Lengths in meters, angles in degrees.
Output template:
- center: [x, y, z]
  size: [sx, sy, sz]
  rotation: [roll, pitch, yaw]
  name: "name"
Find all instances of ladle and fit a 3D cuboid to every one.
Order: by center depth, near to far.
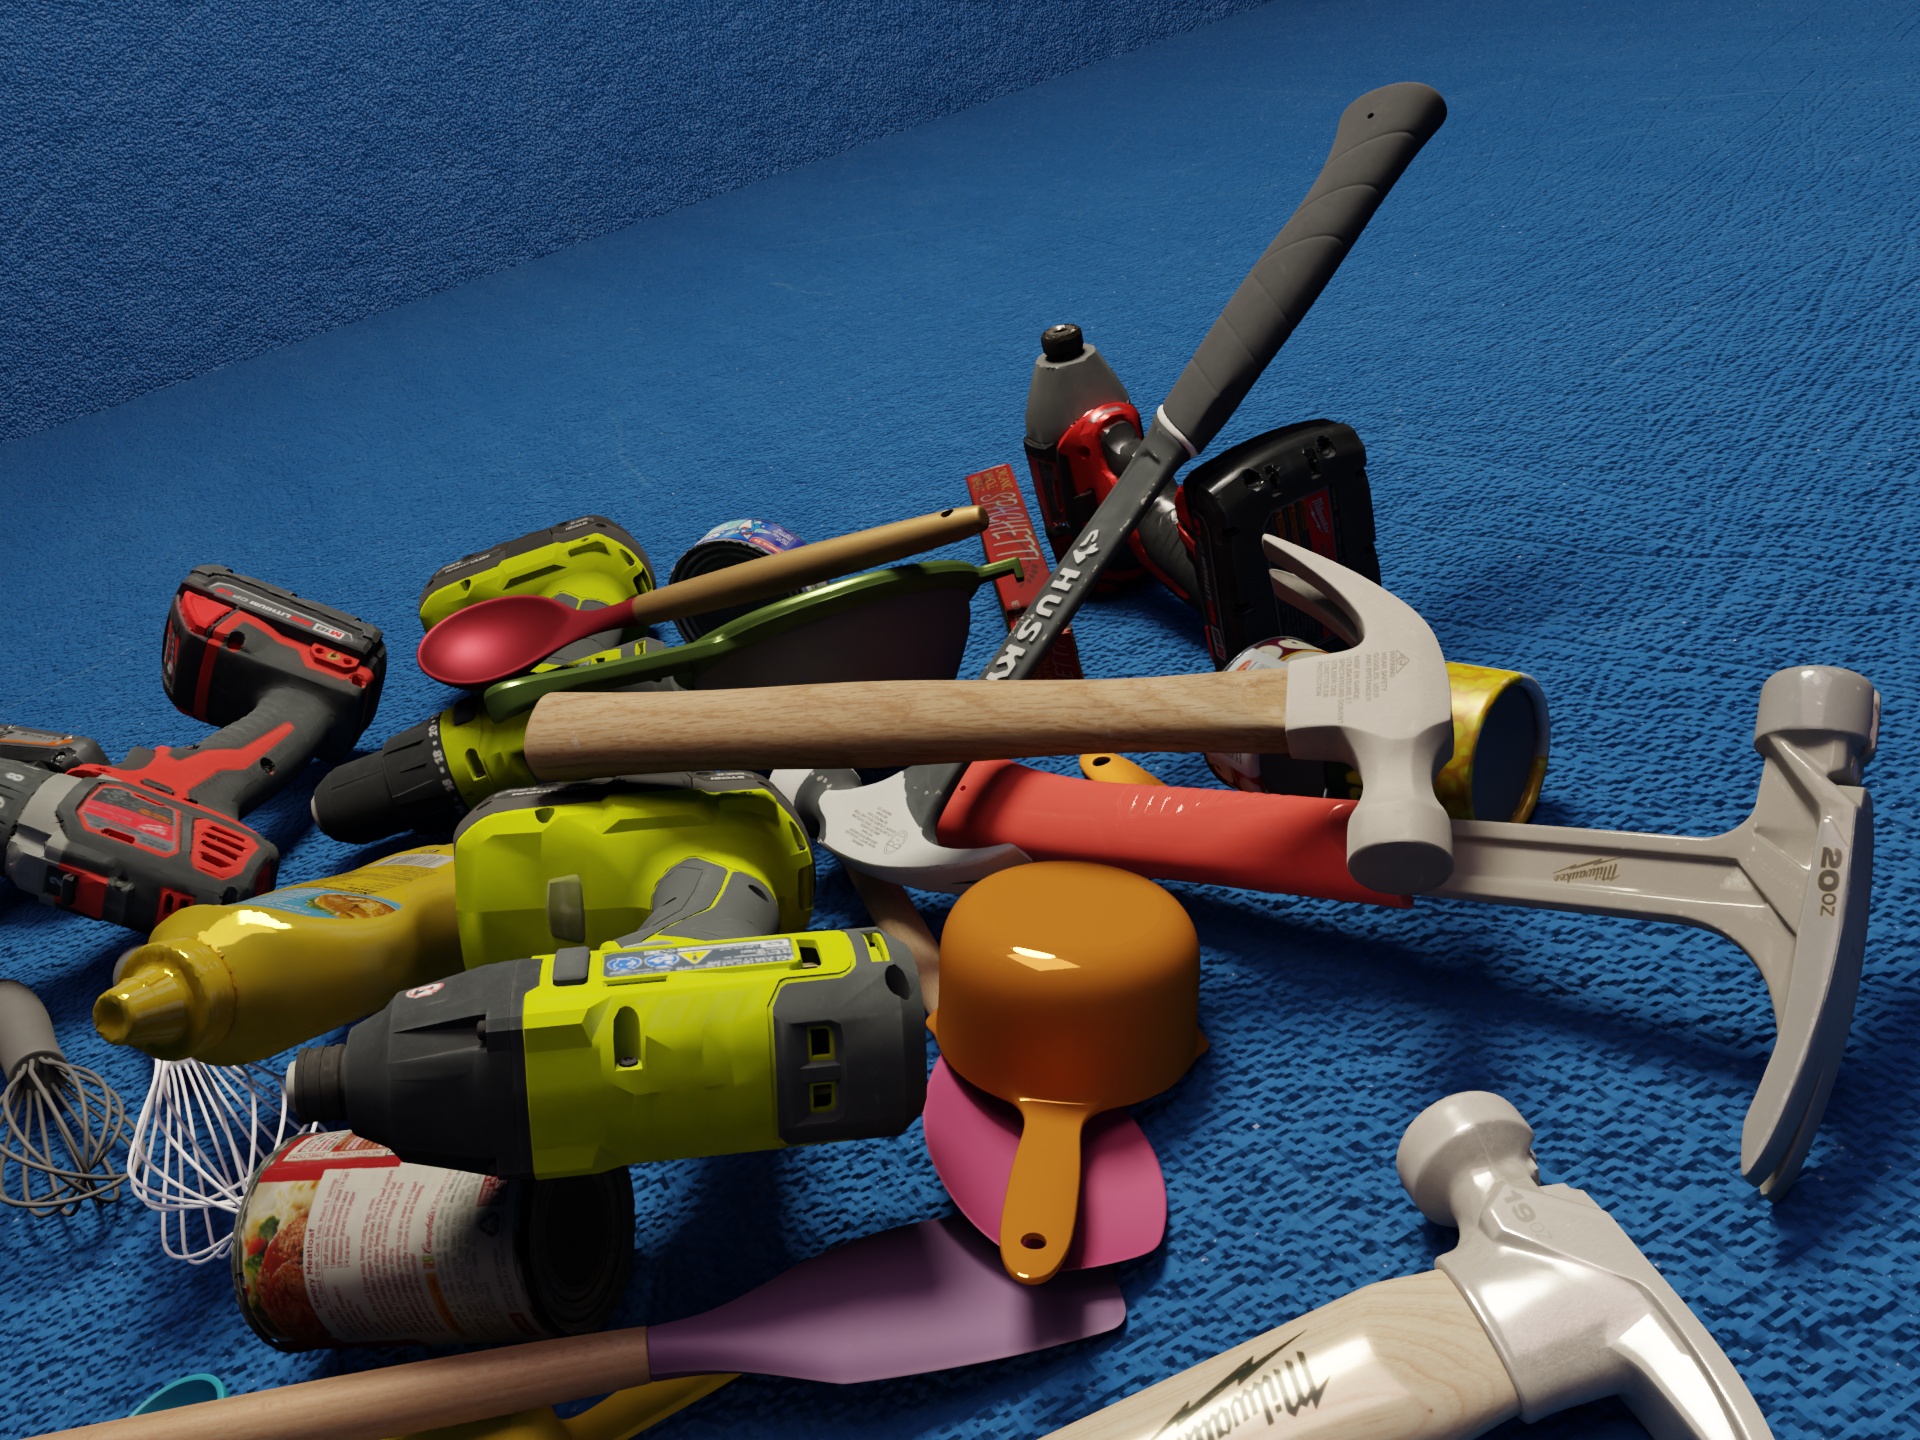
- center: [-0.127, -0.058, 0.734]
  size: [0.315, 0.031, 0.069]
  rotation: [-11, 39, 28]
  name: "ladle"

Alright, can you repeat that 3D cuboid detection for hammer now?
- center: [-0.022, 0.210, 0.367]
  size: [0.410, 0.038, 0.146]
  rotation: [-19, 29, -4]
  name: "hammer"
- center: [0.111, 0.052, 0.551]
  size: [0.359, 0.036, 0.149]
  rotation: [2, 64, 44]
  name: "hammer"
- center: [-0.001, -0.002, 0.556]
  size: [0.331, 0.031, 0.130]
  rotation: [-2, 51, 17]
  name: "hammer"
- center: [0.081, -0.103, 0.650]
  size: [0.149, 0.036, 0.409]
  rotation: [23, 75, 50]
  name: "hammer"

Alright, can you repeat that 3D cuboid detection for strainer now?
- center: [-0.088, -0.008, 0.702]
  size: [0.151, 0.069, 0.256]
  rotation: [-24, -5, 43]
  name: "strainer"

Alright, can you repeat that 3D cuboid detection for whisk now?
- center: [-0.309, 0.140, 0.640]
  size: [0.070, 0.070, 0.285]
  rotation: [-31, 26, -25]
  name: "whisk"
- center: [-0.393, 0.151, 0.672]
  size: [0.055, 0.055, 0.239]
  rotation: [-33, 27, -28]
  name: "whisk"

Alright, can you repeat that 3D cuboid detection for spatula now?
- center: [-0.111, 0.177, 0.438]
  size: [0.316, 0.018, 0.060]
  rotation: [-8, 23, -10]
  name: "spatula"

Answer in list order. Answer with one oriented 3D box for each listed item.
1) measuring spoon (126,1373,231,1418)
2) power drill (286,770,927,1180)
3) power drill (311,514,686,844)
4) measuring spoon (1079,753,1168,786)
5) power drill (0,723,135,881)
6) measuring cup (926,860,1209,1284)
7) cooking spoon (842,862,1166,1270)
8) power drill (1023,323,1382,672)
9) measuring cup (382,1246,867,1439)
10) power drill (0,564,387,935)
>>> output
- center: [-0.273, 0.240, 0.477]
  size: [0.128, 0.021, 0.042]
  rotation: [-27, 27, 0]
  name: "measuring spoon"
- center: [-0.114, 0.079, 0.527]
  size: [0.171, 0.080, 0.223]
  rotation: [-3, 11, -11]
  name: "power drill"
- center: [-0.246, -0.021, 0.871]
  size: [0.190, 0.080, 0.229]
  rotation: [-19, 30, -2]
  name: "power drill"
- center: [0.081, 0.031, 0.662]
  size: [0.021, 0.011, 0.117]
  rotation: [-26, 29, -17]
  name: "measuring spoon"
- center: [-0.526, 0.100, 0.803]
  size: [0.185, 0.084, 0.226]
  rotation: [6, 39, 32]
  name: "power drill"
- center: [0.030, 0.097, 0.487]
  size: [0.095, 0.052, 0.174]
  rotation: [4, 20, 7]
  name: "measuring cup"
- center: [-0.010, 0.095, 0.585]
  size: [0.068, 0.017, 0.319]
  rotation: [-5, 23, -18]
  name: "cooking spoon"
- center: [0.101, -0.108, 0.769]
  size: [0.078, 0.143, 0.220]
  rotation: [-25, 31, -16]
  name: "power drill"
- center: [-0.096, 0.187, 0.454]
  size: [0.156, 0.029, 0.062]
  rotation: [-27, 29, -17]
  name: "measuring cup"
- center: [-0.414, 0.011, 0.813]
  size: [0.188, 0.080, 0.227]
  rotation: [21, 32, -9]
  name: "power drill"
